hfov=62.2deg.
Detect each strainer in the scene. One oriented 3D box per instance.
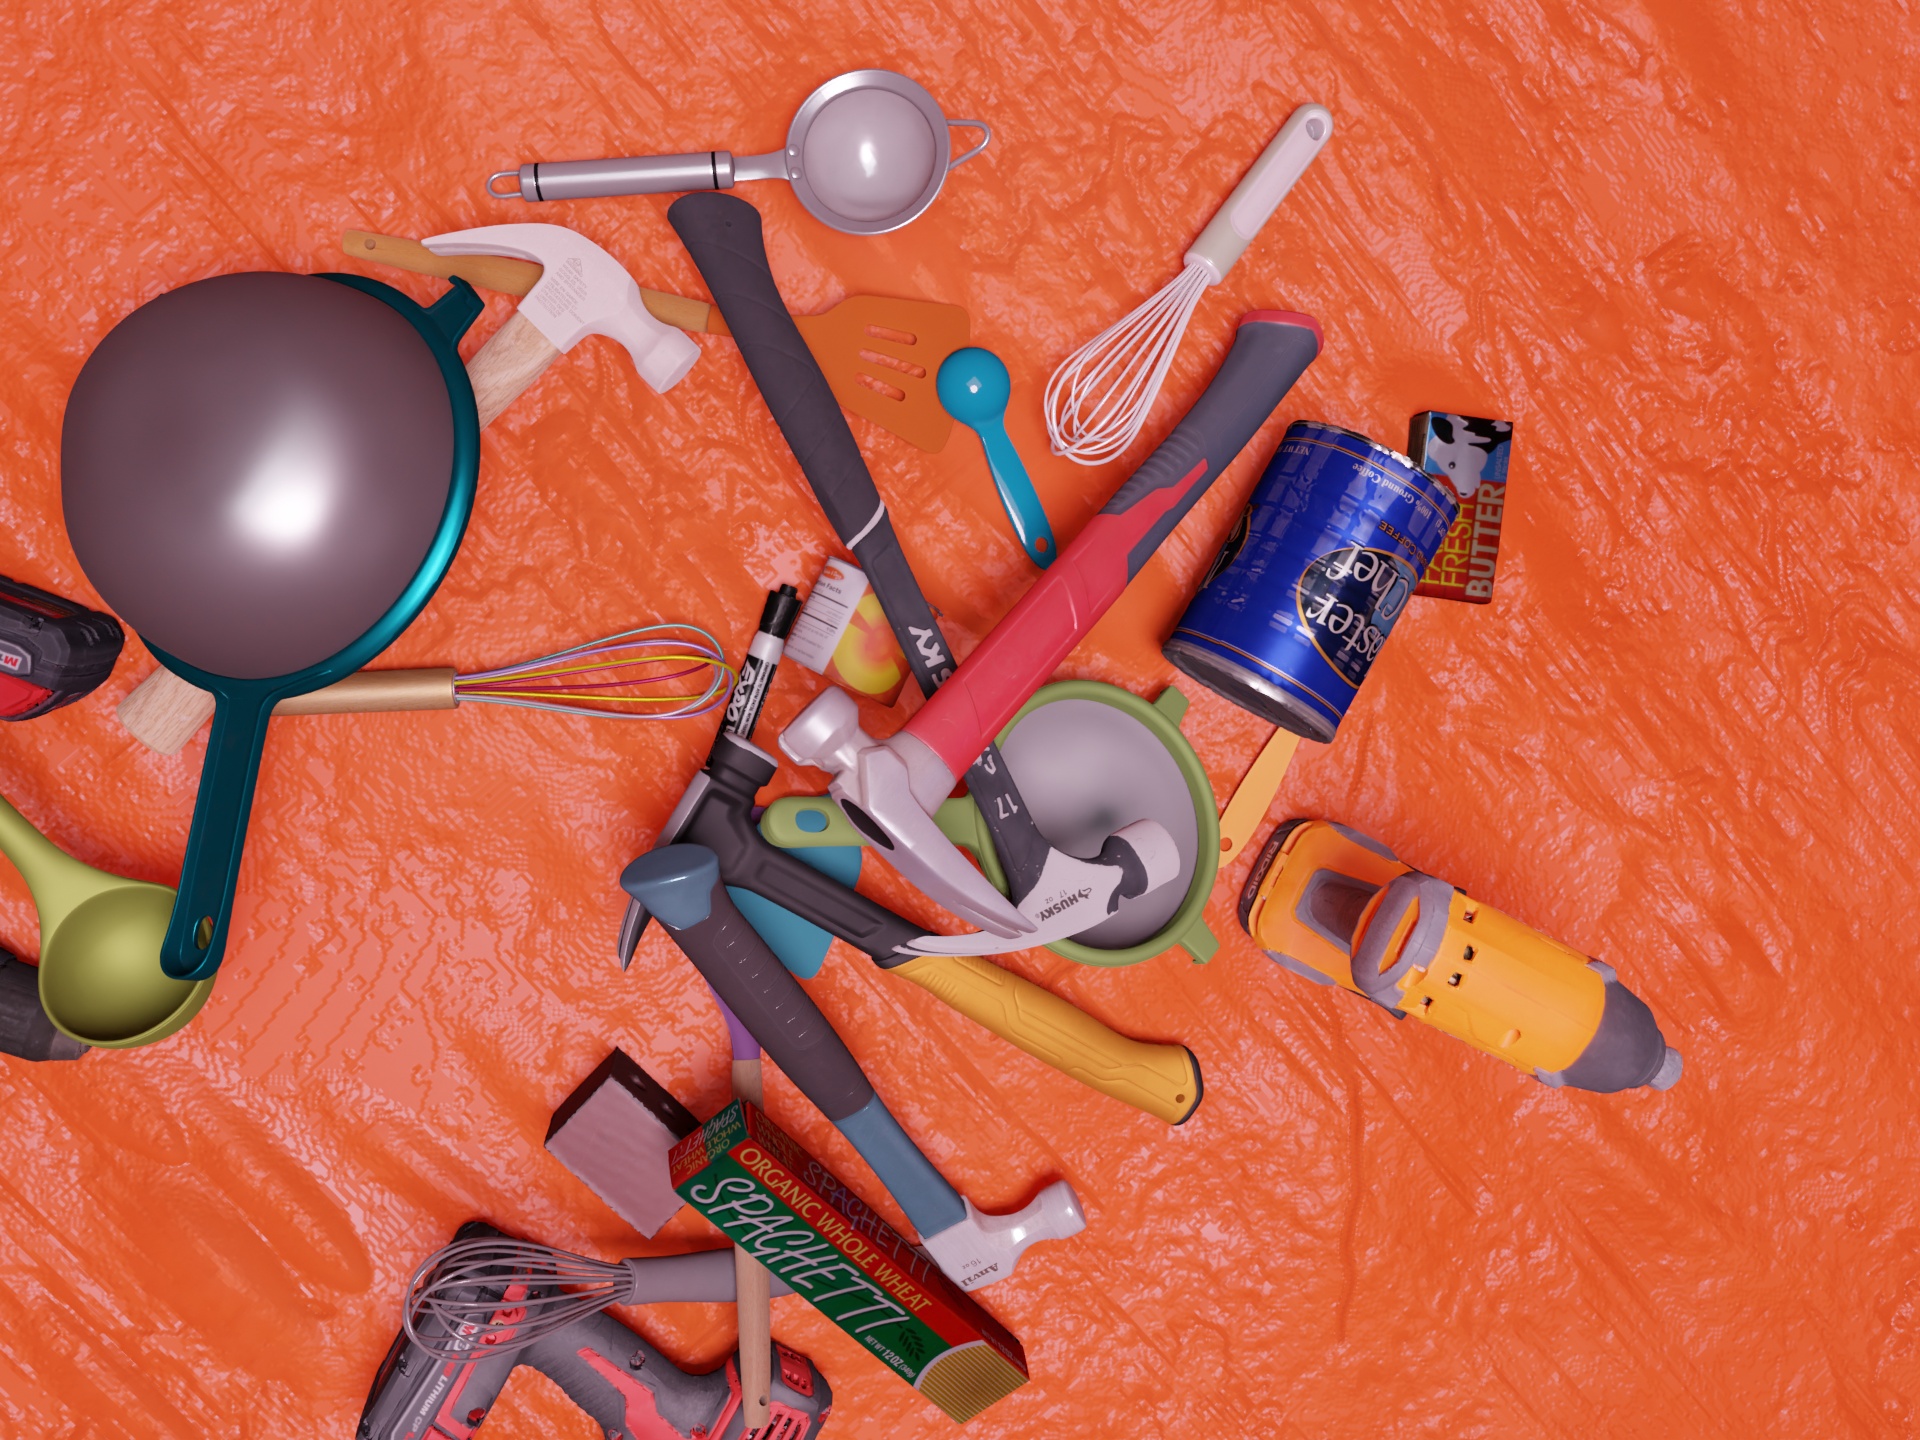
[{"bbox_3d":[0.012,0.057,0.821,0.256,0.069,0.151,2,75,-27],"label":"strainer"},{"bbox_3d":[-0.114,-0.285,0.820,0.258,0.050,0.087,-5,87,-3],"label":"strainer"},{"bbox_3d":[-0.338,-0.058,0.707,0.211,0.095,0.340,2,79,19],"label":"strainer"}]

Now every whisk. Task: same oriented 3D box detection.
[{"bbox_3d":[0.126,-0.237,0.856,0.057,0.059,0.246,40,83,-21],"label":"whisk"},{"bbox_3d":[-0.166,0.285,0.797,0.238,0.055,0.055,13,92,-42],"label":"whisk"},{"bbox_3d":[-0.237,-0.020,0.817,0.245,0.047,0.051,-3,95,-5],"label":"whisk"}]

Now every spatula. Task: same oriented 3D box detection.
[{"bbox_3d":[-0.113,0.202,0.828,0.059,0.018,0.316,2,81,-40],"label":"spatula"},{"bbox_3d":[-0.154,-0.212,0.828,0.322,0.041,0.081,11,91,-5],"label":"spatula"},{"bbox_3d":[-0.001,-0.003,0.848,0.317,0.044,0.082,-45,107,-1],"label":"spatula"}]

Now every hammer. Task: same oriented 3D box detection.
[{"bbox_3d":[-0.290,-0.113,0.787,0.130,0.031,0.331,45,89,-6],"label":"hammer"},{"bbox_3d":[-0.012,0.139,0.838,0.336,0.034,0.127,31,88,-19],"label":"hammer"},{"bbox_3d":[-0.043,-0.076,0.776,0.149,0.036,0.409,-24,85,-28],"label":"hammer"},{"bbox_3d":[0.084,-0.072,0.787,0.143,0.038,0.386,45,63,-6],"label":"hammer"},{"bbox_3d":[-0.061,0.184,0.803,0.128,0.033,0.330,-29,119,5],"label":"hammer"}]

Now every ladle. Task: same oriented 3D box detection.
[{"bbox_3d":[-0.452,0.016,0.701,0.078,0.062,0.320,-41,108,-20],"label":"ladle"}]

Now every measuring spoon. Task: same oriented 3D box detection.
[{"bbox_3d":[0.170,0.032,0.900,0.021,0.011,0.117,28,93,-9],"label":"measuring spoon"},{"bbox_3d":[0.027,-0.141,0.856,0.042,0.021,0.128,-27,99,-20],"label":"measuring spoon"}]

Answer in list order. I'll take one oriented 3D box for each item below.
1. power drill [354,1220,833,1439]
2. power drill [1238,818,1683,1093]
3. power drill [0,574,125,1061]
[{"bbox_3d":[-0.192,0.369,0.835,0.219,0.078,0.143,29,89,-12],"label":"power drill"},{"bbox_3d":[0.247,0.122,0.805,0.164,0.226,0.084,27,90,-10],"label":"power drill"},{"bbox_3d":[-0.484,0.048,0.768,0.187,0.080,0.226,22,93,-12],"label":"power drill"}]
